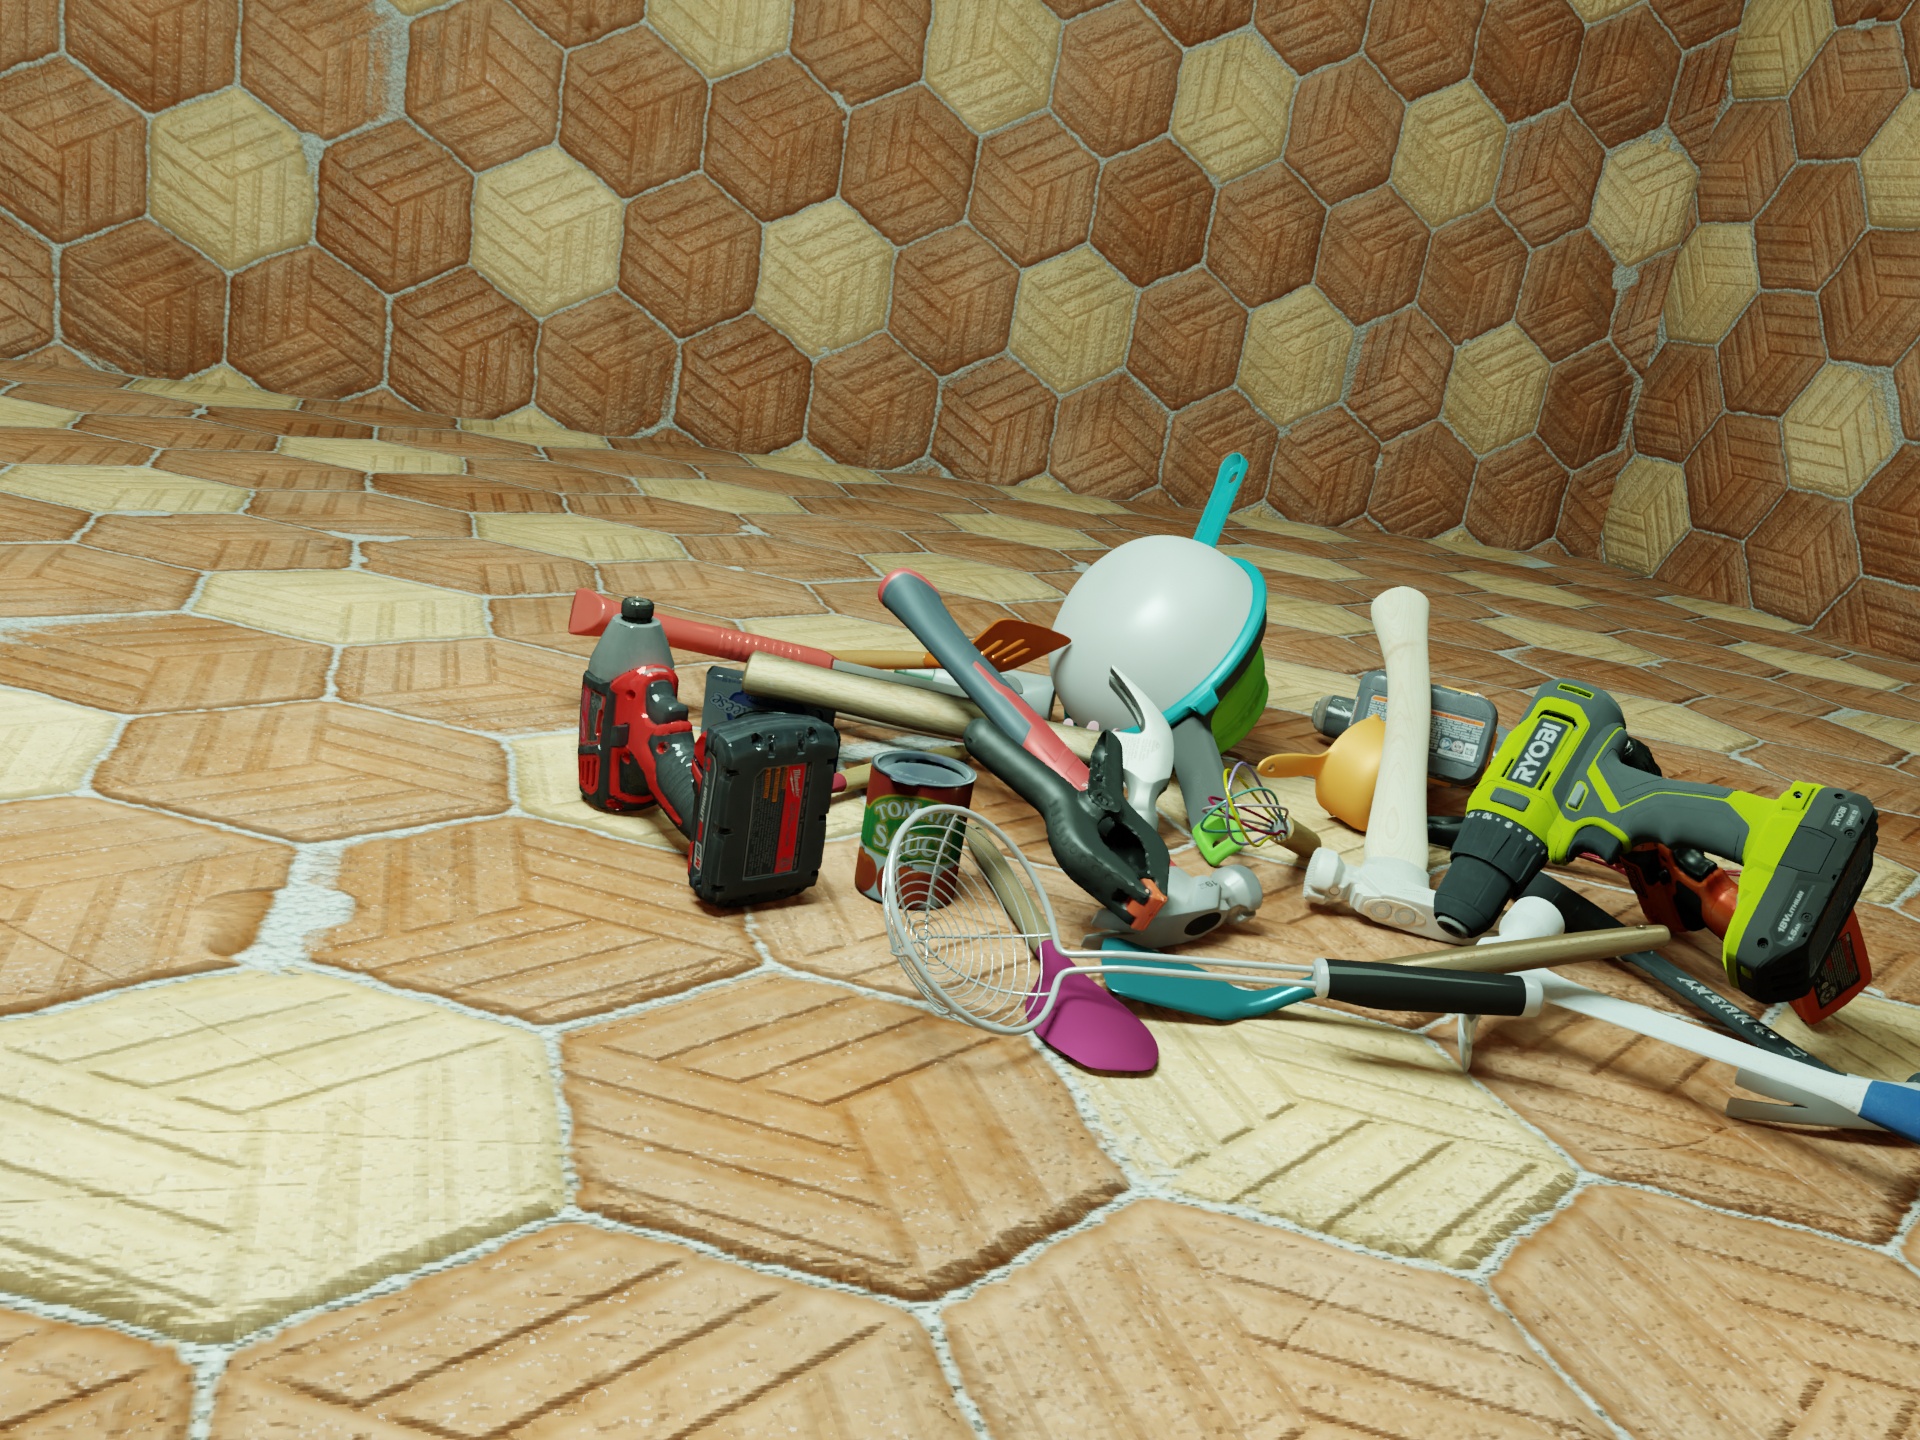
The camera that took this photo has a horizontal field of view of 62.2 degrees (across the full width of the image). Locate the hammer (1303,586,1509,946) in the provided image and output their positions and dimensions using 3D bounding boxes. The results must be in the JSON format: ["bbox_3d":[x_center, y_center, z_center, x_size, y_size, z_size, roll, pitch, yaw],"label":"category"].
[{"bbox_3d":[0.356,0.017,1.236,0.146,0.038,0.411,15,38,6],"label":"hammer"}]

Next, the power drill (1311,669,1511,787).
[{"bbox_3d":[0.402,0.008,1.446,0.185,0.084,0.226,16,1,21],"label":"power drill"}]

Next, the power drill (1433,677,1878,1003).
[{"bbox_3d":[0.431,0.086,1.010,0.229,0.190,0.080,23,-19,39],"label":"power drill"}]

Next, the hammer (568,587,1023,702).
[{"bbox_3d":[-0.136,-0.050,1.292,0.359,0.037,0.149,12,-7,-20],"label":"hammer"}]

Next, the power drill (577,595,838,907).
[{"bbox_3d":[-0.172,0.015,1.000,0.078,0.143,0.220,-6,24,-38],"label":"power drill"}]

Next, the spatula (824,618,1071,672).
[{"bbox_3d":[-0.040,-0.062,1.401,0.081,0.041,0.323,14,-7,-40],"label":"spatula"}]

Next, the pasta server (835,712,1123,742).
[{"bbox_3d":[-0.026,-0.003,1.289,0.316,0.040,0.060,11,-5,18],"label":"pasta server"}]

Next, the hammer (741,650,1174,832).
[{"bbox_3d":[-0.002,-0.004,1.202,0.331,0.130,0.031,13,-27,5],"label":"hammer"}]

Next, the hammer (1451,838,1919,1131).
[{"bbox_3d":[0.455,0.161,1.066,0.149,0.036,0.409,4,16,-18],"label":"hammer"}]

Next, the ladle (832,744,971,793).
[{"bbox_3d":[-0.074,0.044,1.177,0.069,0.031,0.315,17,15,28],"label":"ladle"}]

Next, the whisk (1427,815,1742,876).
[{"bbox_3d":[0.512,0.104,1.273,0.296,0.073,0.073,6,14,12],"label":"whisk"}]

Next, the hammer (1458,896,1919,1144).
[{"bbox_3d":[0.459,0.197,0.830,0.406,0.035,0.144,18,34,35],"label":"hammer"}]

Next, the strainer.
[{"bbox_3d":[0.171,-0.134,1.377,0.095,0.340,0.211,43,-35,-26],"label":"strainer"}]

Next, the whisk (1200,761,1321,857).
[{"bbox_3d":[0.216,0.076,1.104,0.047,0.051,0.244,45,9,26],"label":"whisk"}]

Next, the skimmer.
[{"bbox_3d":[0.138,0.117,0.839,0.363,0.090,0.127,5,50,-3],"label":"skimmer"}]

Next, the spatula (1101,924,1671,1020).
[{"bbox_3d":[0.241,0.136,0.909,0.317,0.044,0.082,-9,12,6],"label":"spatula"}]

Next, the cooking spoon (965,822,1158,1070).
[{"bbox_3d":[0.045,0.127,0.961,0.068,0.017,0.319,5,17,-16],"label":"cooking spoon"}]

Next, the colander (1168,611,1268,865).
[{"bbox_3d":[0.205,0.013,1.330,0.094,0.204,0.397,44,21,-25],"label":"colander"}]

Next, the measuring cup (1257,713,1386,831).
[{"bbox_3d":[0.307,0.047,1.267,0.173,0.095,0.052,1,26,-42],"label":"measuring cup"}]

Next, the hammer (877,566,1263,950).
[{"bbox_3d":[0.038,0.013,1.105,0.143,0.038,0.387,-5,41,-38],"label":"hammer"}]
